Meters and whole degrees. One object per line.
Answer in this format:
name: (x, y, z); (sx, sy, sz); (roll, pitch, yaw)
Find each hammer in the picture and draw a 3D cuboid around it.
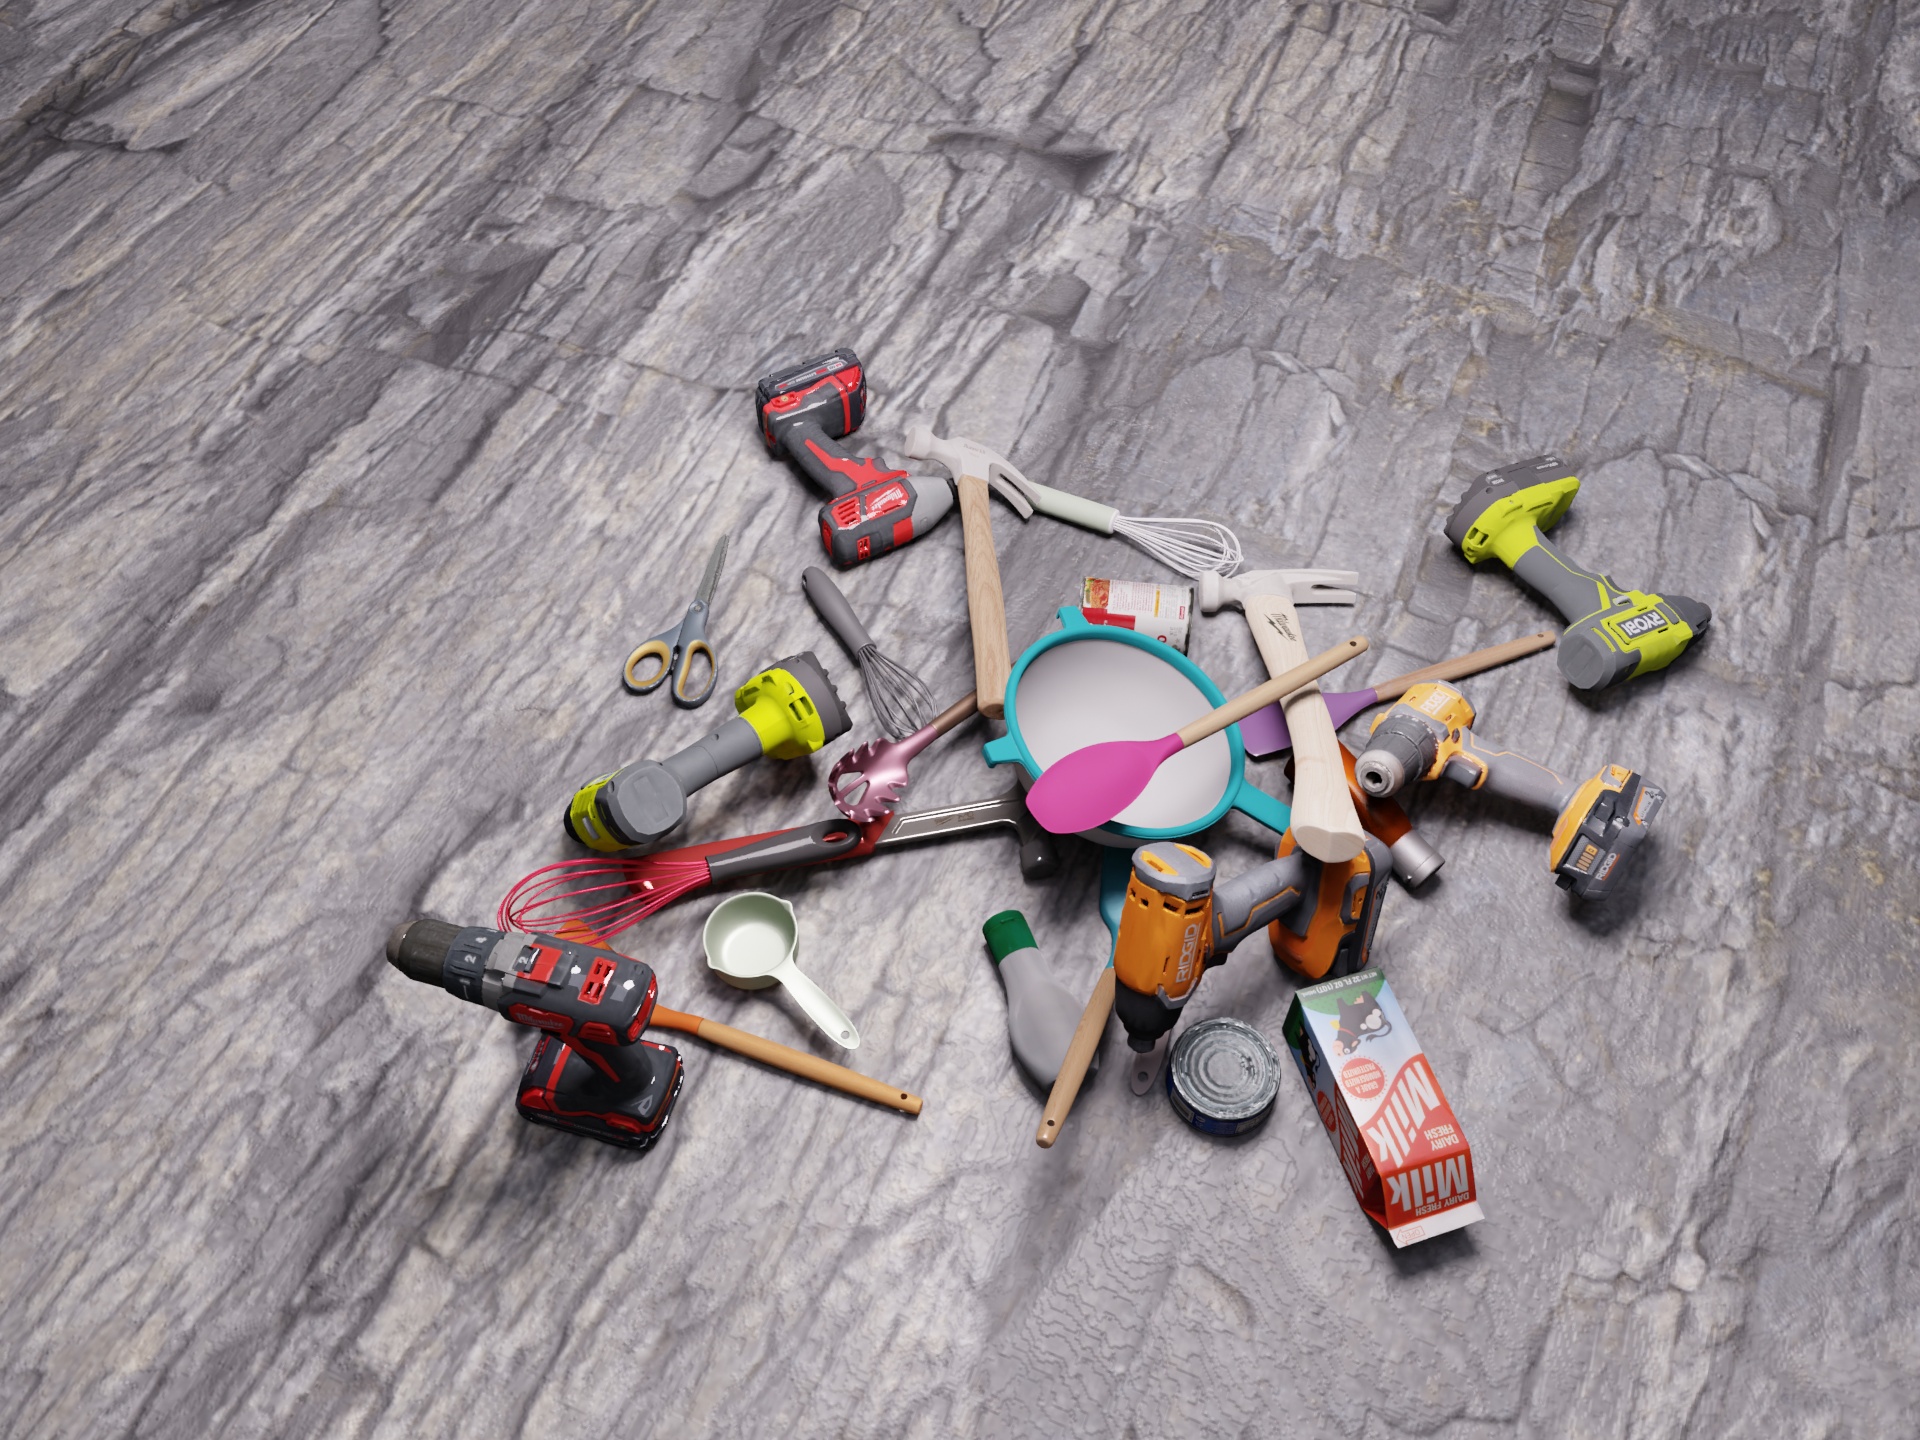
hammer: (0.291, -0.020, 1.321); (0.146, 0.038, 0.411); (-1, 33, 2)
hammer: (0.022, -0.136, 1.448); (0.130, 0.031, 0.332); (13, 48, -22)
hammer: (-0.104, 0.092, 1.343); (0.359, 0.036, 0.149); (-10, 55, -6)

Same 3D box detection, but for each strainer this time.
strainer: (0.180, 0.060, 1.335); (0.340, 0.095, 0.211); (30, 50, 0)

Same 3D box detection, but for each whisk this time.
whisk: (-0.087, -0.065, 1.447); (0.055, 0.055, 0.239); (-26, 54, -16)
whisk: (-0.220, 0.123, 1.270); (0.295, 0.073, 0.073); (-13, 56, -16)
whisk: (0.155, -0.189, 1.532); (0.246, 0.057, 0.059); (21, 24, 19)

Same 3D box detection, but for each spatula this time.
spatula: (0.392, -0.032, 1.427); (0.316, 0.018, 0.060); (-17, 45, -10)
spatula: (-0.181, 0.242, 1.238); (0.322, 0.041, 0.081); (17, 46, 11)
spatula: (0.110, 0.204, 1.222); (0.082, 0.044, 0.318); (16, 36, 12)

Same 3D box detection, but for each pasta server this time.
pasta server: (-0.002, -0.004, 1.371); (0.316, 0.040, 0.060); (-35, 99, -36)

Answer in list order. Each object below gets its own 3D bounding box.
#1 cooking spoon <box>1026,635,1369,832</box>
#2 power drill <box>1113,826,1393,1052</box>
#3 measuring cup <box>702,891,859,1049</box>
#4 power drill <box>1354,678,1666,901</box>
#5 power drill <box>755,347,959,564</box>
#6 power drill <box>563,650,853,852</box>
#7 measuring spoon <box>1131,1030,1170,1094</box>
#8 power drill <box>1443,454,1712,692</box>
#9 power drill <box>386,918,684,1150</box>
cooking spoon: (0.194, 0.005, 1.258); (0.319, 0.017, 0.069); (-27, 55, -15)
power drill: (0.211, 0.162, 1.203); (0.226, 0.164, 0.084); (-8, 27, -33)
measuring cup: (-0.136, 0.208, 1.264); (0.083, 0.038, 0.168); (-38, 64, -22)
power drill: (0.438, 0.055, 1.294); (0.226, 0.084, 0.185); (31, 32, 21)
power drill: (-0.102, -0.259, 1.567); (0.143, 0.078, 0.220); (-24, 61, -14)
power drill: (-0.220, 0.036, 1.322); (0.228, 0.190, 0.080); (-32, 98, -28)
measuring spoon: (0.157, 0.238, 1.252); (0.034, 0.018, 0.124); (16, 64, 12)
power drill: (0.568, -0.136, 1.457); (0.171, 0.080, 0.223); (-19, 59, -27)
power drill: (-0.298, 0.218, 1.144); (0.188, 0.226, 0.080); (12, 56, 10)
